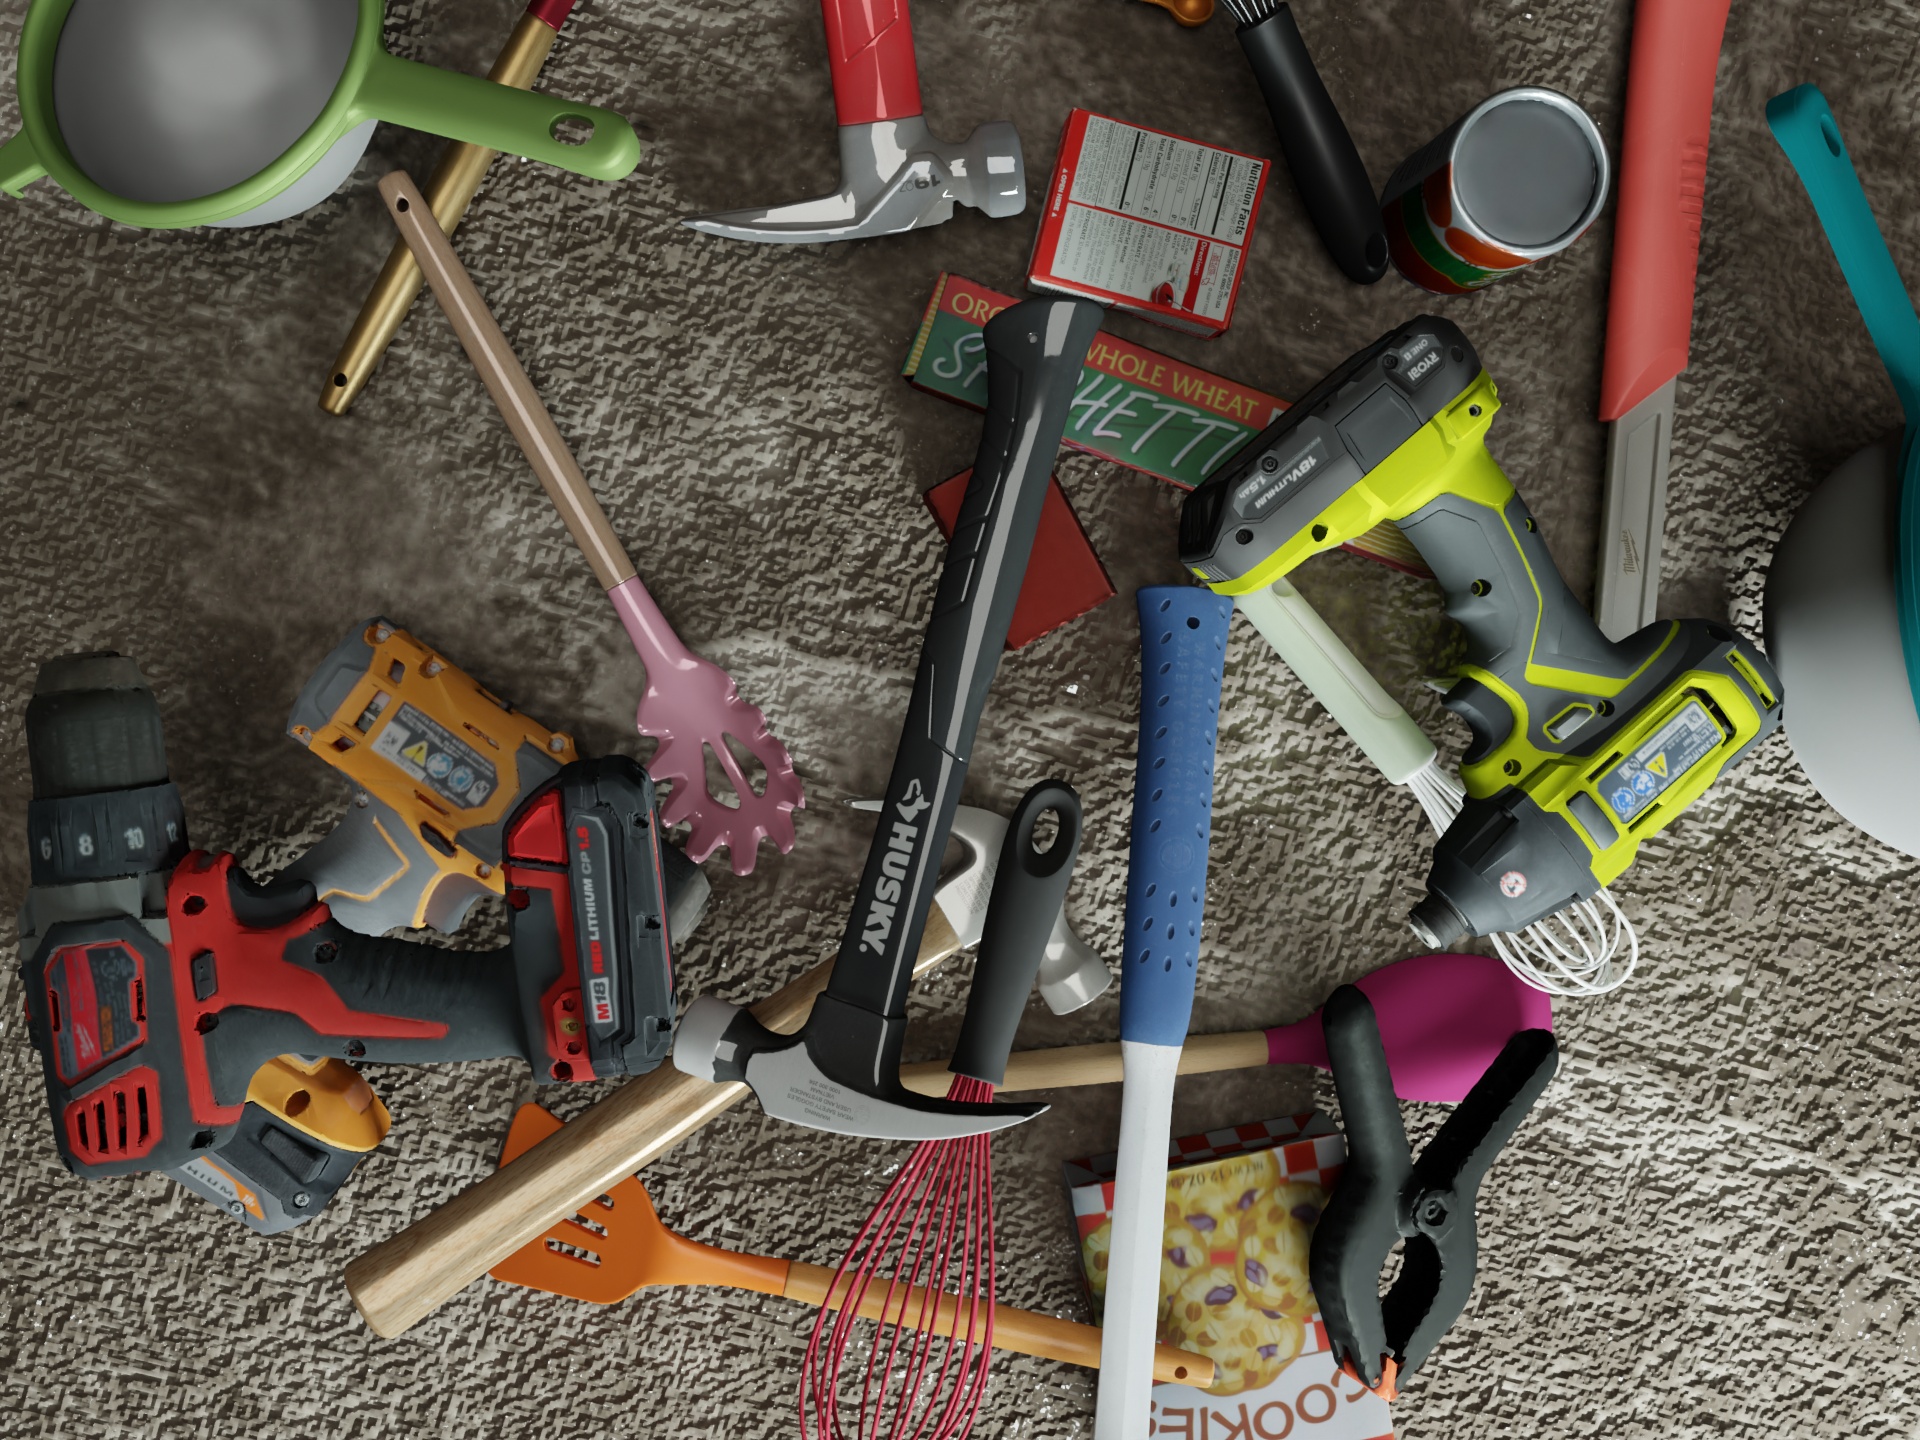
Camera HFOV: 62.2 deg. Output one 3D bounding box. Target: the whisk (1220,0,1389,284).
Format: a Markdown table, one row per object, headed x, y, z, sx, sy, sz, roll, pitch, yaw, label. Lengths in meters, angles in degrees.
| x | y | z | sx | sy | sz | roll | pitch | yaw | label |
| --- | --- | --- | --- | --- | --- | --- | --- | --- | --- |
| 0.119 | -0.277 | 0.633 | 0.055 | 0.055 | 0.238 | -34 | 117 | 0 | whisk |

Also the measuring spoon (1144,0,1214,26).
| x | y | z | sx | sy | sz | roll | pitch | yaw | label |
| --- | --- | --- | --- | --- | --- | --- | --- | --- | --- |
| 0.051 | -0.316 | 0.672 | 0.117 | 0.011 | 0.021 | 18 | 71 | -2 | measuring spoon |

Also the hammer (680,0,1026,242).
| x | y | z | sx | sy | sz | roll | pitch | yaw | label |
| --- | --- | --- | --- | --- | --- | --- | --- | --- | --- |
| -0.066 | -0.380 | 0.592 | 0.143 | 0.038 | 0.386 | -8 | 113 | -1 | hammer |

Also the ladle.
| x | y | z | sx | sy | sz | roll | pitch | yaw | label |
| --- | --- | --- | --- | --- | --- | --- | --- | --- | --- |
| -0.186 | -0.265 | 0.656 | 0.069 | 0.031 | 0.315 | 30 | 94 | -6 | ladle |

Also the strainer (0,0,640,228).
| x | y | z | sx | sy | sz | roll | pitch | yaw | label |
| --- | --- | --- | --- | --- | --- | --- | --- | --- | --- |
| -0.232 | -0.236 | 0.614 | 0.256 | 0.069 | 0.151 | 17 | 83 | 11 | strainer |

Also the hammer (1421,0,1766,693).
| x | y | z | sx | sy | sz | roll | pitch | yaw | label |
| --- | --- | --- | --- | --- | --- | --- | --- | --- | --- |
| 0.288 | -0.179 | 0.685 | 0.149 | 0.037 | 0.359 | 2 | 95 | -4 | hammer |

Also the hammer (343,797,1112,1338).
| x | y | z | sx | sy | sz | roll | pitch | yaw | label |
| --- | --- | --- | --- | --- | --- | --- | --- | --- | --- |
| -0.103 | 0.144 | 0.666 | 0.331 | 0.031 | 0.130 | -32 | 94 | -11 | hammer |

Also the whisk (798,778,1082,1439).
| x | y | z | sx | sy | sz | roll | pitch | yaw | label |
| --- | --- | --- | --- | --- | --- | --- | --- | --- | --- |
| 0.001 | 0.164 | 0.644 | 0.073 | 0.073 | 0.296 | 18 | 78 | -5 | whisk |

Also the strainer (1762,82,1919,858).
| x | y | z | sx | sy | sz | roll | pitch | yaw | label |
| --- | --- | --- | --- | --- | --- | --- | --- | --- | --- |
| 0.367 | -0.082 | 0.646 | 0.211 | 0.095 | 0.340 | -38 | 104 | -35 | strainer |

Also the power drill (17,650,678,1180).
| x | y | z | sx | sy | sz | roll | pitch | yaw | label |
| --- | --- | --- | --- | --- | --- | --- | --- | --- | --- |
| -0.226 | 0.060 | 0.587 | 0.226 | 0.080 | 0.188 | -7 | 92 | -8 | power drill |

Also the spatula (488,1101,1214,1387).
| x | y | z | sx | sy | sz | roll | pitch | yaw | label |
| --- | --- | --- | --- | --- | --- | --- | --- | --- | --- |
| -0.050 | 0.242 | 0.687 | 0.322 | 0.041 | 0.081 | 13 | 92 | 0 | spatula |

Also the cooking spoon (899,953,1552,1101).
| x | y | z | sx | sy | sz | roll | pitch | yaw | label |
| --- | --- | --- | --- | --- | --- | --- | --- | --- | --- |
| 0.111 | 0.149 | 0.712 | 0.319 | 0.017 | 0.069 | -5 | 94 | -3 | cooking spoon |

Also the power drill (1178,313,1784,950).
| x | y | z | sx | sy | sz | roll | pitch | yaw | label |
| --- | --- | --- | --- | --- | --- | --- | --- | --- | --- |
| 0.197 | -0.032 | 0.636 | 0.171 | 0.080 | 0.223 | -40 | 95 | -2 | power drill |

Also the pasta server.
| x | y | z | sx | sy | sz | roll | pitch | yaw | label |
| --- | --- | --- | --- | --- | --- | --- | --- | --- | --- |
| -0.155 | -0.080 | 0.658 | 0.060 | 0.040 | 0.316 | -28 | 99 | 3 | pasta server |

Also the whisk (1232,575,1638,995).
| x | y | z | sx | sy | sz | roll | pitch | yaw | label |
| --- | --- | --- | --- | --- | --- | --- | --- | --- | --- |
| 0.204 | 0.025 | 0.694 | 0.246 | 0.058 | 0.059 | 48 | 134 | -2 | whisk |

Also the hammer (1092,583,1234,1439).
| x | y | z | sx | sy | sz | roll | pitch | yaw | label |
| --- | --- | --- | --- | --- | --- | --- | --- | --- | --- |
| 0.085 | 0.146 | 0.664 | 0.144 | 0.035 | 0.405 | 6 | 84 | -4 | hammer |

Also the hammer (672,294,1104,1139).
| x | y | z | sx | sy | sz | roll | pitch | yaw | label |
| --- | --- | --- | --- | --- | --- | --- | --- | --- | --- |
| -0.001 | -0.002 | 0.615 | 0.146 | 0.035 | 0.335 | 15 | 89 | 18 | hammer |

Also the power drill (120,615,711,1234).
| x | y | z | sx | sy | sz | roll | pitch | yaw | label |
| --- | --- | --- | --- | --- | --- | --- | --- | --- | --- |
| -0.232 | 0.097 | 0.661 | 0.185 | 0.084 | 0.226 | 36 | 88 | -7 | power drill |
